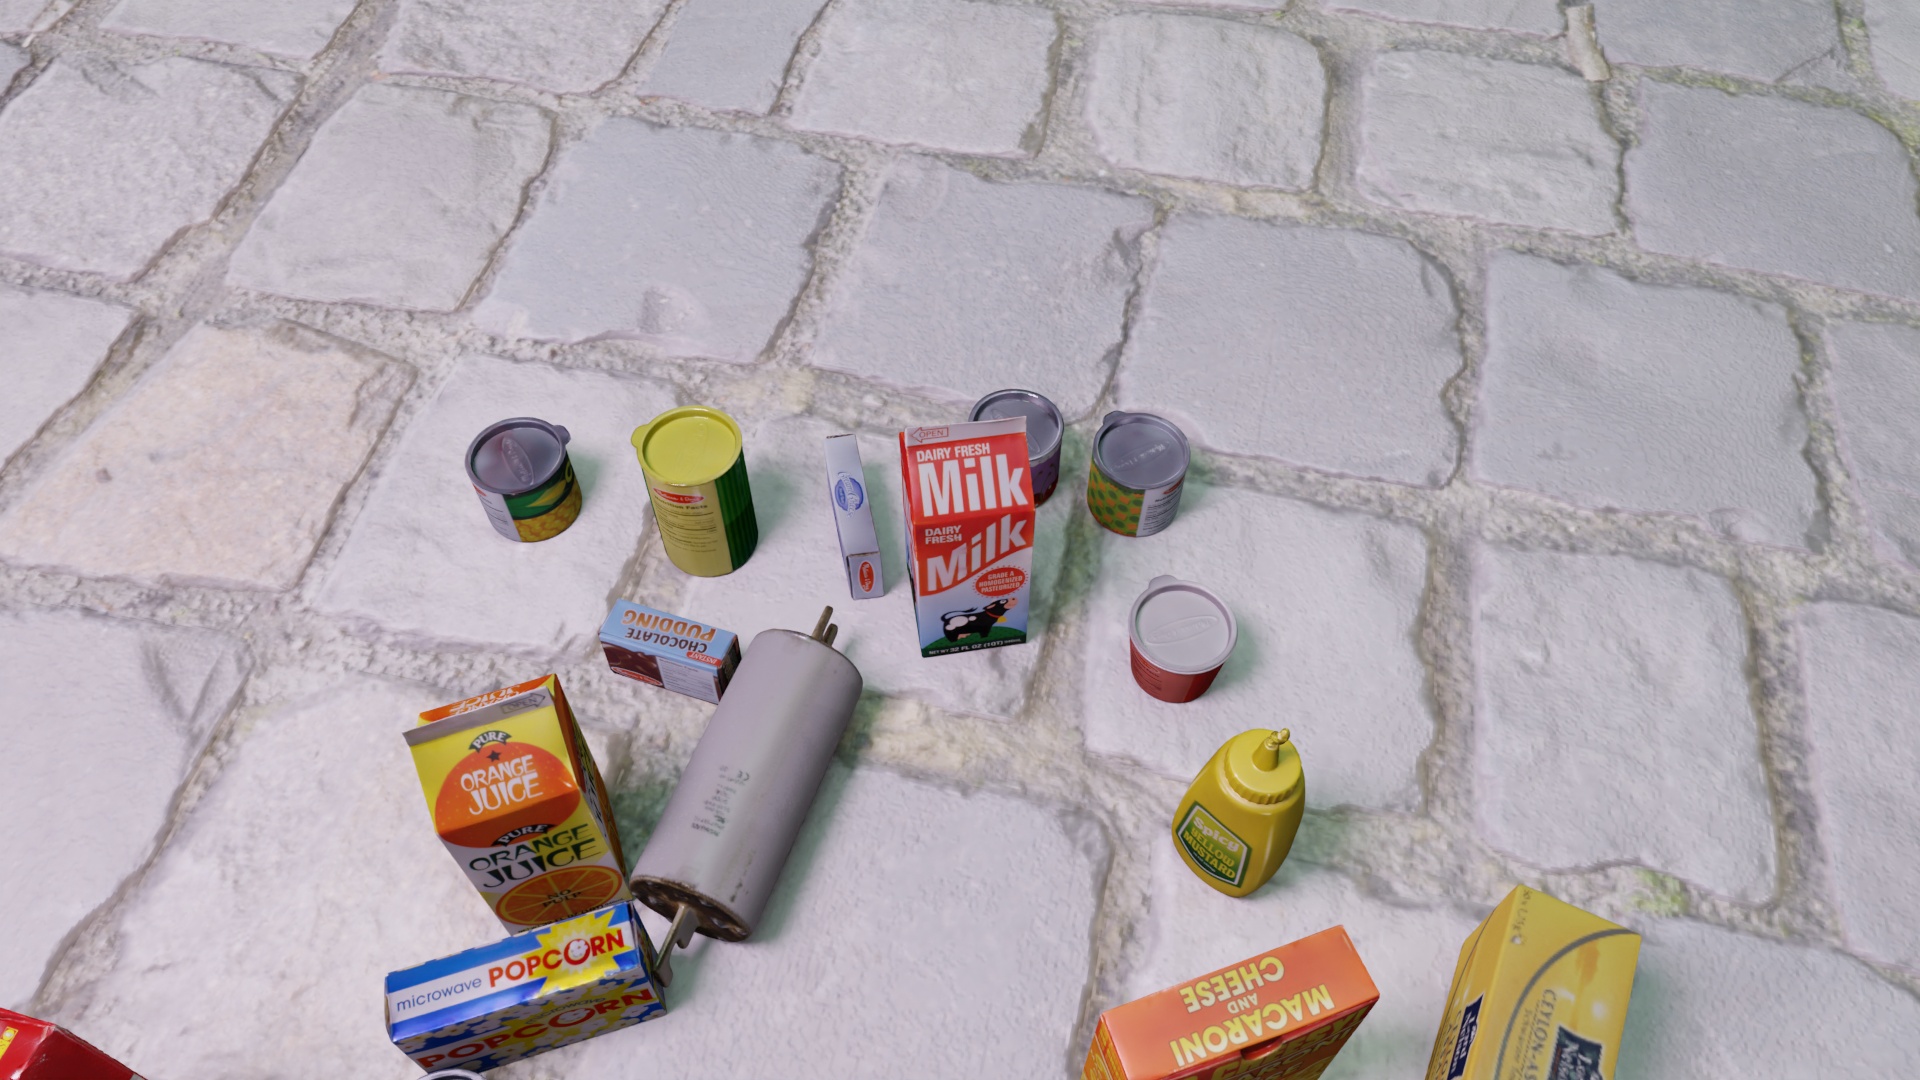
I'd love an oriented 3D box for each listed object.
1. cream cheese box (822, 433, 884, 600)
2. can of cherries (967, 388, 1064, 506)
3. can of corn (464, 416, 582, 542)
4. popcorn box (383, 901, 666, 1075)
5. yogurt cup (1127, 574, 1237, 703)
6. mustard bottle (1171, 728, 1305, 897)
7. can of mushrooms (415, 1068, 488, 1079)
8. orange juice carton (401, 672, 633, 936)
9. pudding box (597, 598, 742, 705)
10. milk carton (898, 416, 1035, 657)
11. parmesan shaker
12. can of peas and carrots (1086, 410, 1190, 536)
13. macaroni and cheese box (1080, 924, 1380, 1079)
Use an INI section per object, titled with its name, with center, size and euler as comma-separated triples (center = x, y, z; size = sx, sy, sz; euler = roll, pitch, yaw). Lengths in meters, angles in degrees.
[cream cheese box]
center = -0.073, -0.016, 0.938
size = 0.024, 0.053, 0.104
euler = -9, 55, -7
[can of cherries]
center = 0.035, -0.062, 0.969
size = 0.071, 0.058, 0.072
euler = 0, 54, -1
[can of corn]
center = -0.295, -0.042, 0.950
size = 0.071, 0.058, 0.071
euler = 0, 54, -1
[popcorn box]
center = -0.226, 0.239, 0.731
size = 0.127, 0.084, 0.038
euler = -15, 56, -11
[yogurt cup]
center = 0.138, 0.067, 0.881
size = 0.072, 0.053, 0.073
euler = 0, 54, -1
[mustard bottle]
center = 0.156, 0.142, 0.761
size = 0.065, 0.159, 0.049
euler = 38, 62, 23
[can of mushrooms]
center = -0.262, 0.311, 0.710
size = 0.071, 0.033, 0.071
euler = 0, 54, -1
[orange juice carton]
center = -0.233, 0.136, 0.740
size = 0.072, 0.191, 0.073
euler = -16, 56, -12
[pudding box]
center = -0.182, 0.071, 0.875
size = 0.084, 0.049, 0.030
euler = 15, 56, 10
[milk carton]
center = 0.003, -0.011, 0.851
size = 0.072, 0.189, 0.074
euler = -7, 55, -6
[parmesan shaker]
center = -0.174, -0.032, 0.917
size = 0.071, 0.102, 0.071
euler = 0, 54, 0
[can of peas and carrots]
center = 0.120, -0.046, 0.959
size = 0.071, 0.058, 0.071
euler = 0, 54, -1
[macaroni and cheese box]
center = 0.124, 0.253, 0.677
size = 0.124, 0.165, 0.040
euler = -16, 56, -12
